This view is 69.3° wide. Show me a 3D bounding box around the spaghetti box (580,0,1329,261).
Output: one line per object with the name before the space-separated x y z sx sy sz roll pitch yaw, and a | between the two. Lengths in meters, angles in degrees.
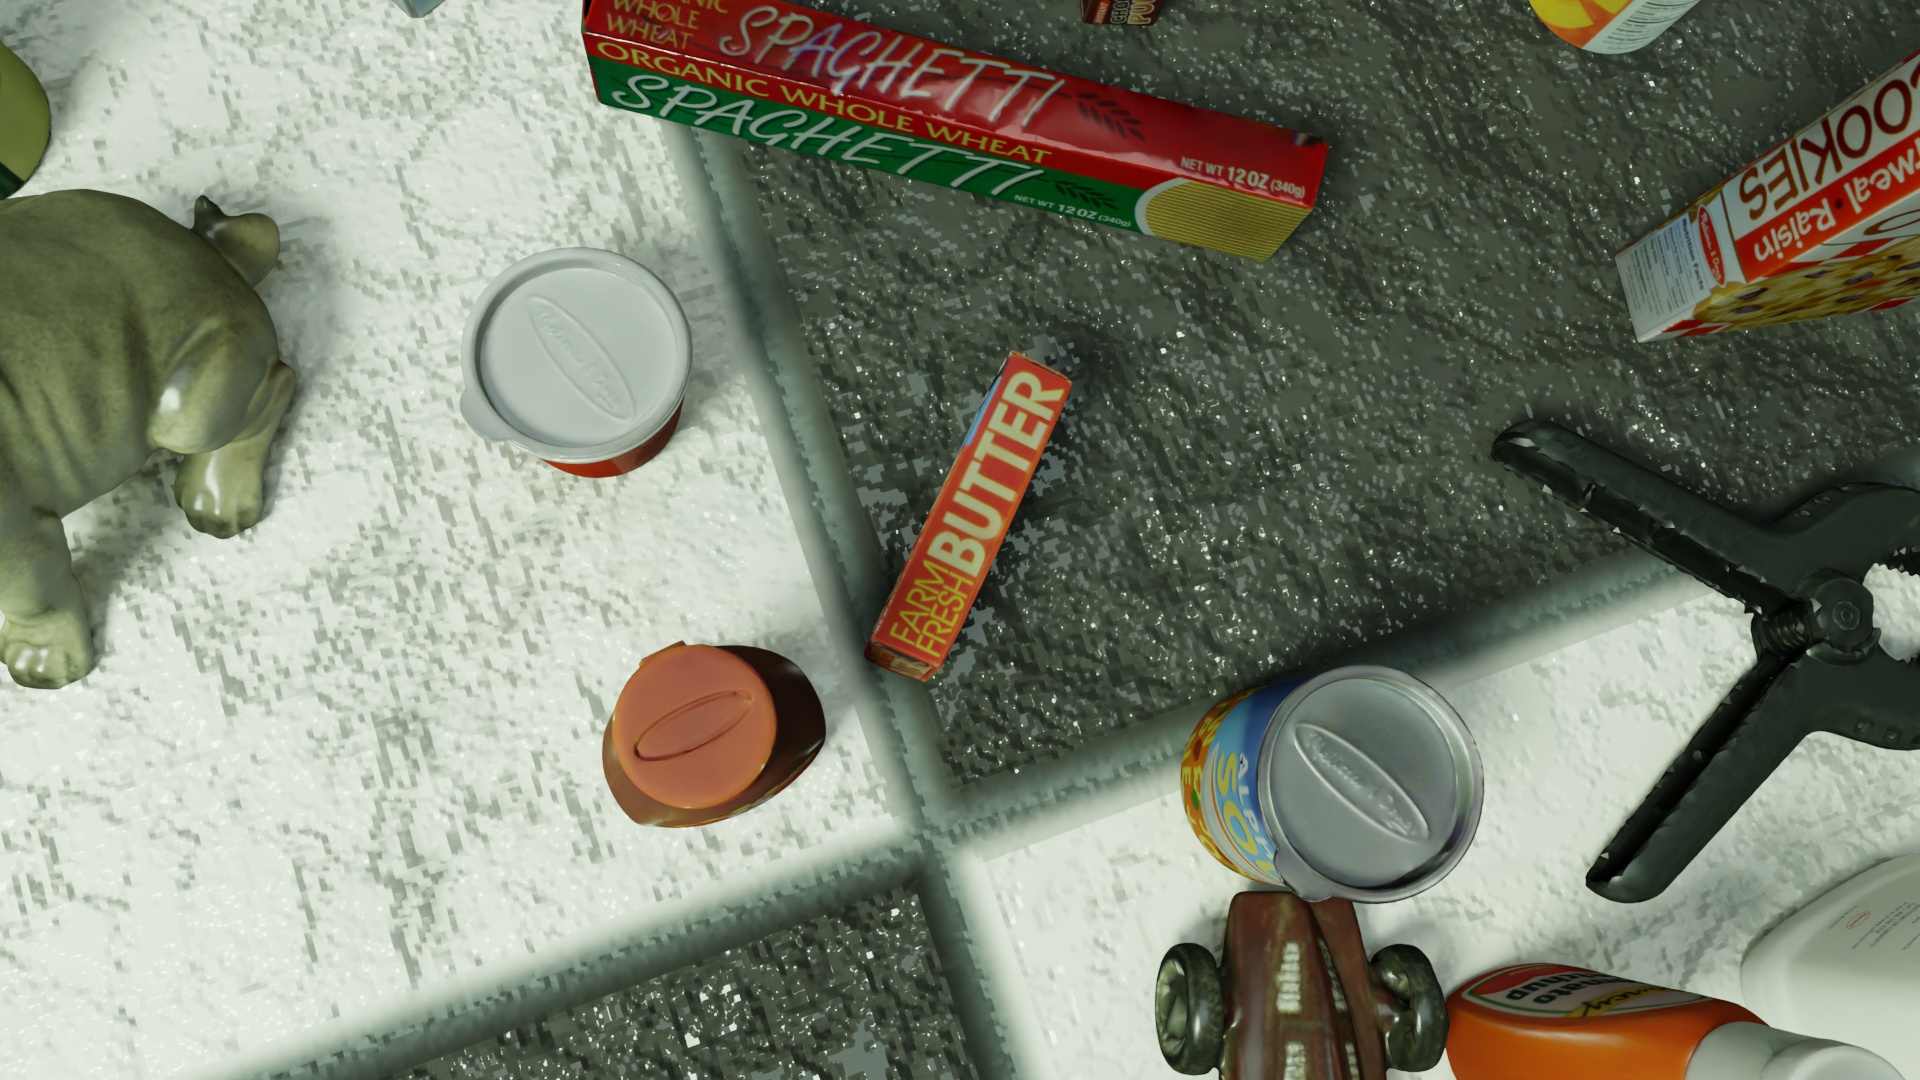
spaghetti box | -0.003 -0.144 0.475 0.250 0.050 0.029 12 78 -5

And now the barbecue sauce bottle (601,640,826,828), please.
barbecue sauce bottle | -0.068 0.053 0.376 0.065 0.148 0.043 -25 83 -11

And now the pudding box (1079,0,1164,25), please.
pudding box | 0.058 -0.236 0.502 0.030 0.049 0.084 -4 79 -8

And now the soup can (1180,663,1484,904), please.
soup can | 0.108 0.077 0.427 0.071 0.083 0.071 1 79 -7

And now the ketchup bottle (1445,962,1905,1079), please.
ketchup bottle | 0.197 0.149 0.390 0.065 0.148 0.043 -6 80 -8

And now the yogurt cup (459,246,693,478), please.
yogurt cup | -0.118 -0.052 0.440 0.072 0.054 0.072 1 79 -7

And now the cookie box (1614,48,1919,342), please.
cookie box | 0.319 -0.116 0.450 0.123 0.167 0.040 -8 80 -9

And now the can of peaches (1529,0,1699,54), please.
can of peaches | 0.254 -0.228 0.521 0.071 0.058 0.071 1 79 -7

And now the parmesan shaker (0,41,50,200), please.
parmesan shaker | -0.327 -0.141 0.406 0.071 0.103 0.071 1 79 -7

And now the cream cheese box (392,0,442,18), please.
cream cheese box | -0.160 -0.228 0.470 0.024 0.053 0.104 43 77 2

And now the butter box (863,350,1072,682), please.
butter box | 0.002 -0.006 0.446 0.024 0.053 0.104 26 77 -2
